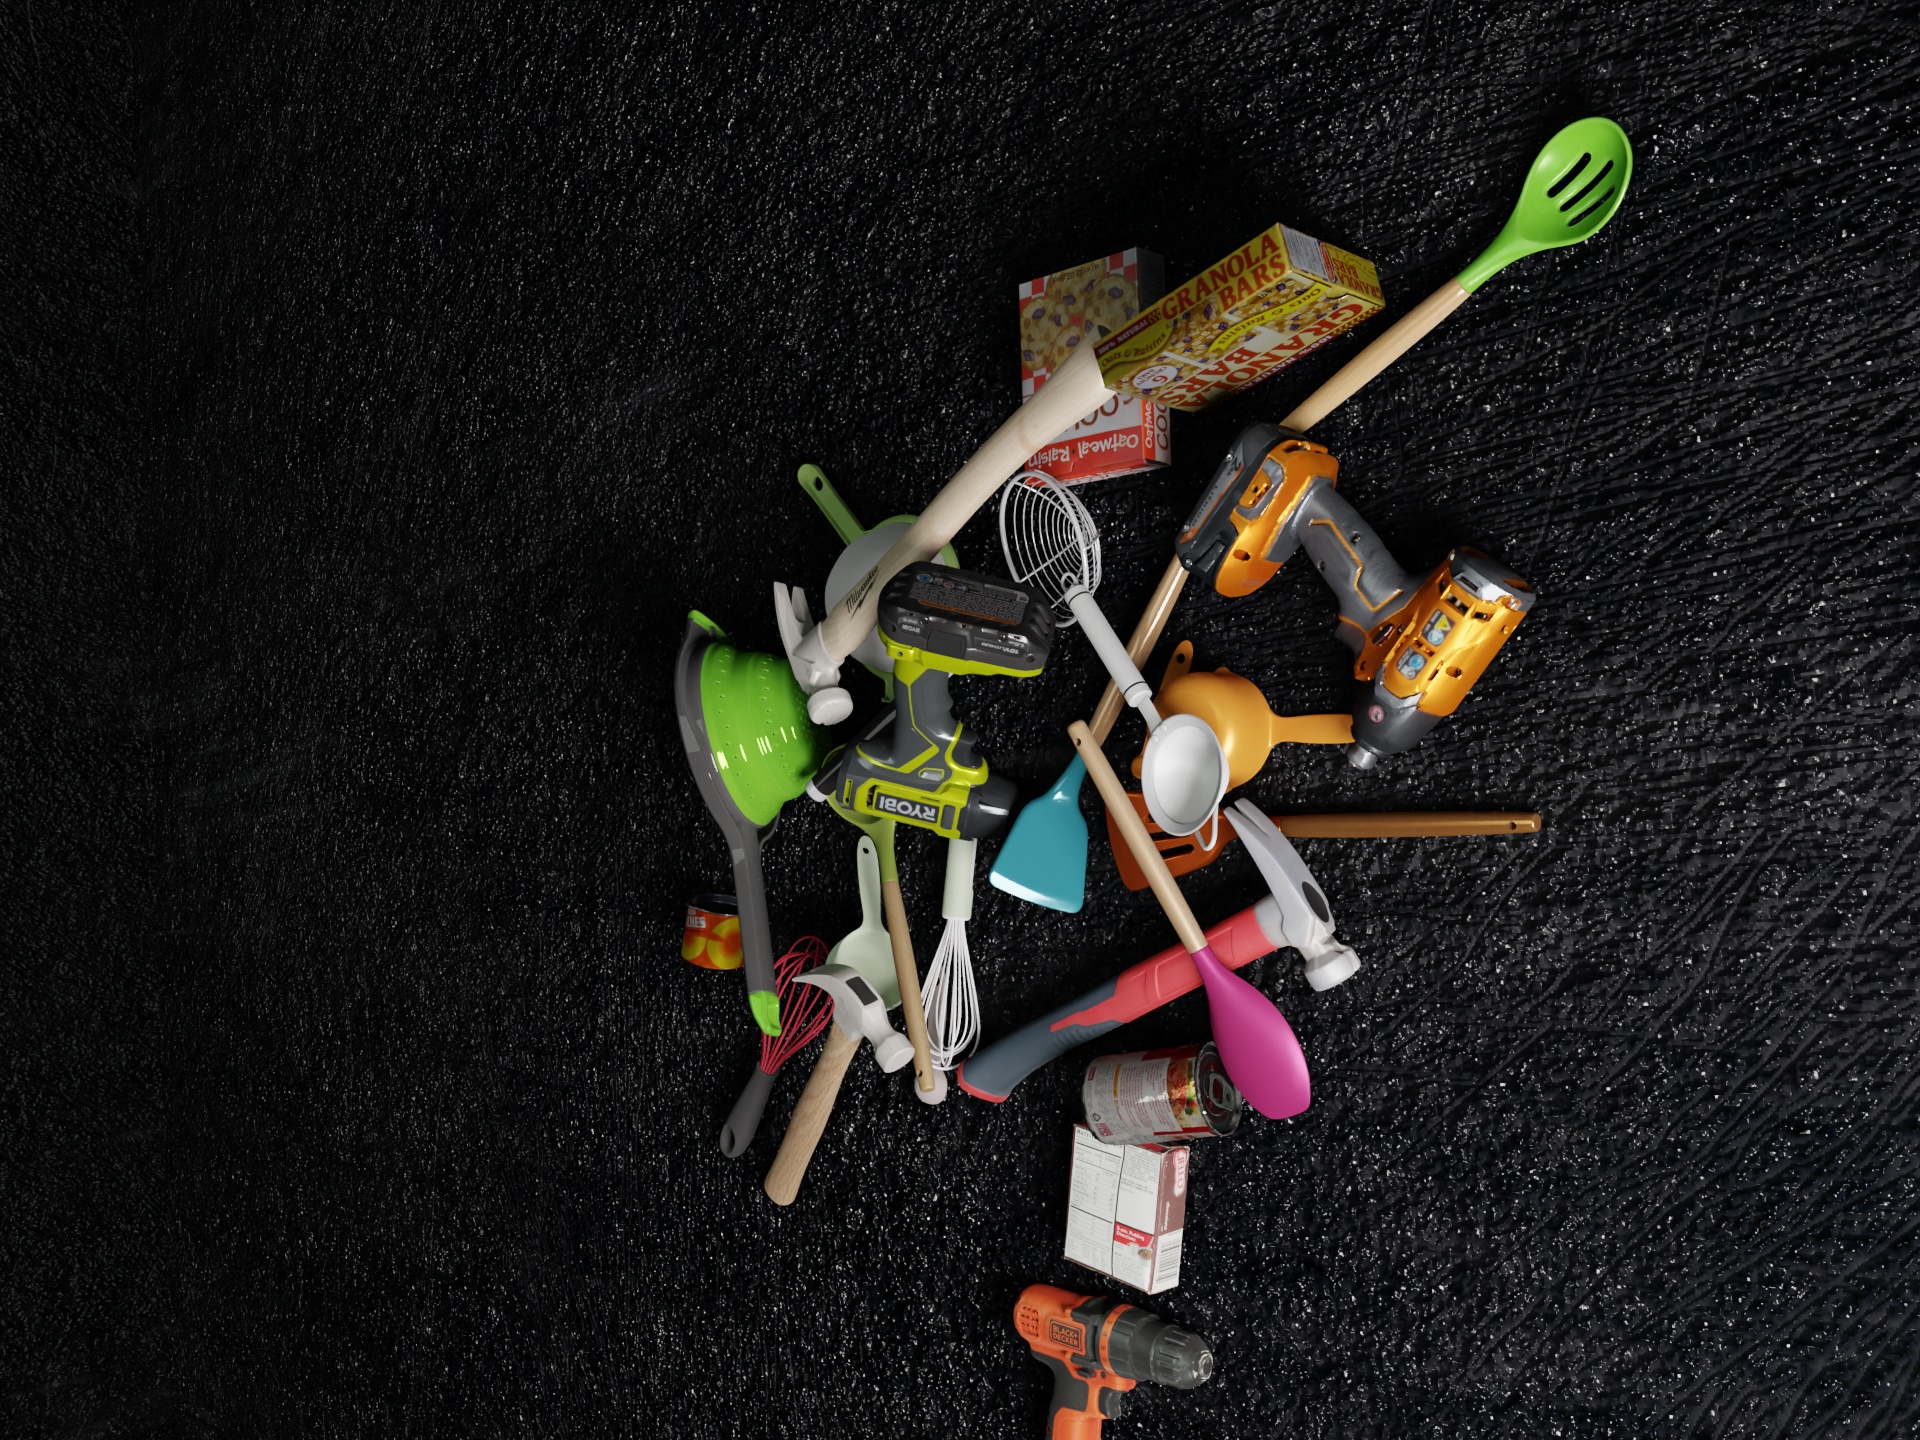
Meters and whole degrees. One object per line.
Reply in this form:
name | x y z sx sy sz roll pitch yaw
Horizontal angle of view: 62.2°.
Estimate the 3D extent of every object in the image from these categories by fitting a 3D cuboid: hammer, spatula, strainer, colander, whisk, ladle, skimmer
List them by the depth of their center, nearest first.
spatula | 0.246 0.078 1.122 0.323 0.041 0.081 -5 102 42
strainer | 0.135 -0.014 1.157 0.086 0.050 0.259 -54 52 38
hammer | 0.119 0.200 1.226 0.386 0.038 0.143 -36 82 40
spatula | 0.118 -0.001 1.243 0.044 0.082 0.317 -107 40 -69
hammer | -0.017 -0.171 1.287 0.410 0.038 0.146 -43 53 33
skimmer | -0.022 -0.054 1.316 0.363 0.090 0.127 -42 62 21
whisk | -0.004 0.176 1.362 0.058 0.059 0.246 170 106 -86
ladle | -0.065 0.163 1.371 0.078 0.062 0.320 -32 56 32
hammer | -0.129 0.336 1.423 0.130 0.031 0.331 51 138 28
colander | -0.165 0.081 1.439 0.094 0.204 0.397 -15 69 11
strainer | -0.099 -0.148 1.440 0.151 0.069 0.257 -53 57 30
whisk | -0.177 0.318 1.519 0.073 0.073 0.295 48 127 33

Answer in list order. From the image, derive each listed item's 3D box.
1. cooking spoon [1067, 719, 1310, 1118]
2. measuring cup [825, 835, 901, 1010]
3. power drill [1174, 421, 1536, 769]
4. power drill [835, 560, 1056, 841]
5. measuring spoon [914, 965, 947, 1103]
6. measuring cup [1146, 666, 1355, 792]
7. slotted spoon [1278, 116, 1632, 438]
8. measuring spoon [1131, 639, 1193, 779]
cooking spoon | 0.158 0.141 1.139 0.068 0.017 0.319 -33 83 41
measuring cup | -0.088 0.187 1.435 0.038 0.083 0.168 -42 45 48
power drill | 0.257 -0.084 1.090 0.227 0.084 0.164 45 119 30
power drill | -0.002 -0.004 1.268 0.171 0.080 0.223 13 127 3
measuring spoon | -0.027 0.276 1.397 0.034 0.018 0.124 4 91 44
measuring cup | 0.210 0.006 1.149 0.174 0.052 0.095 -1 88 46
slotted spoon | 0.318 -0.278 1.071 0.313 0.031 0.070 -40 63 38
measuring spoon | 0.155 -0.008 1.231 0.021 0.011 0.117 31 110 40
